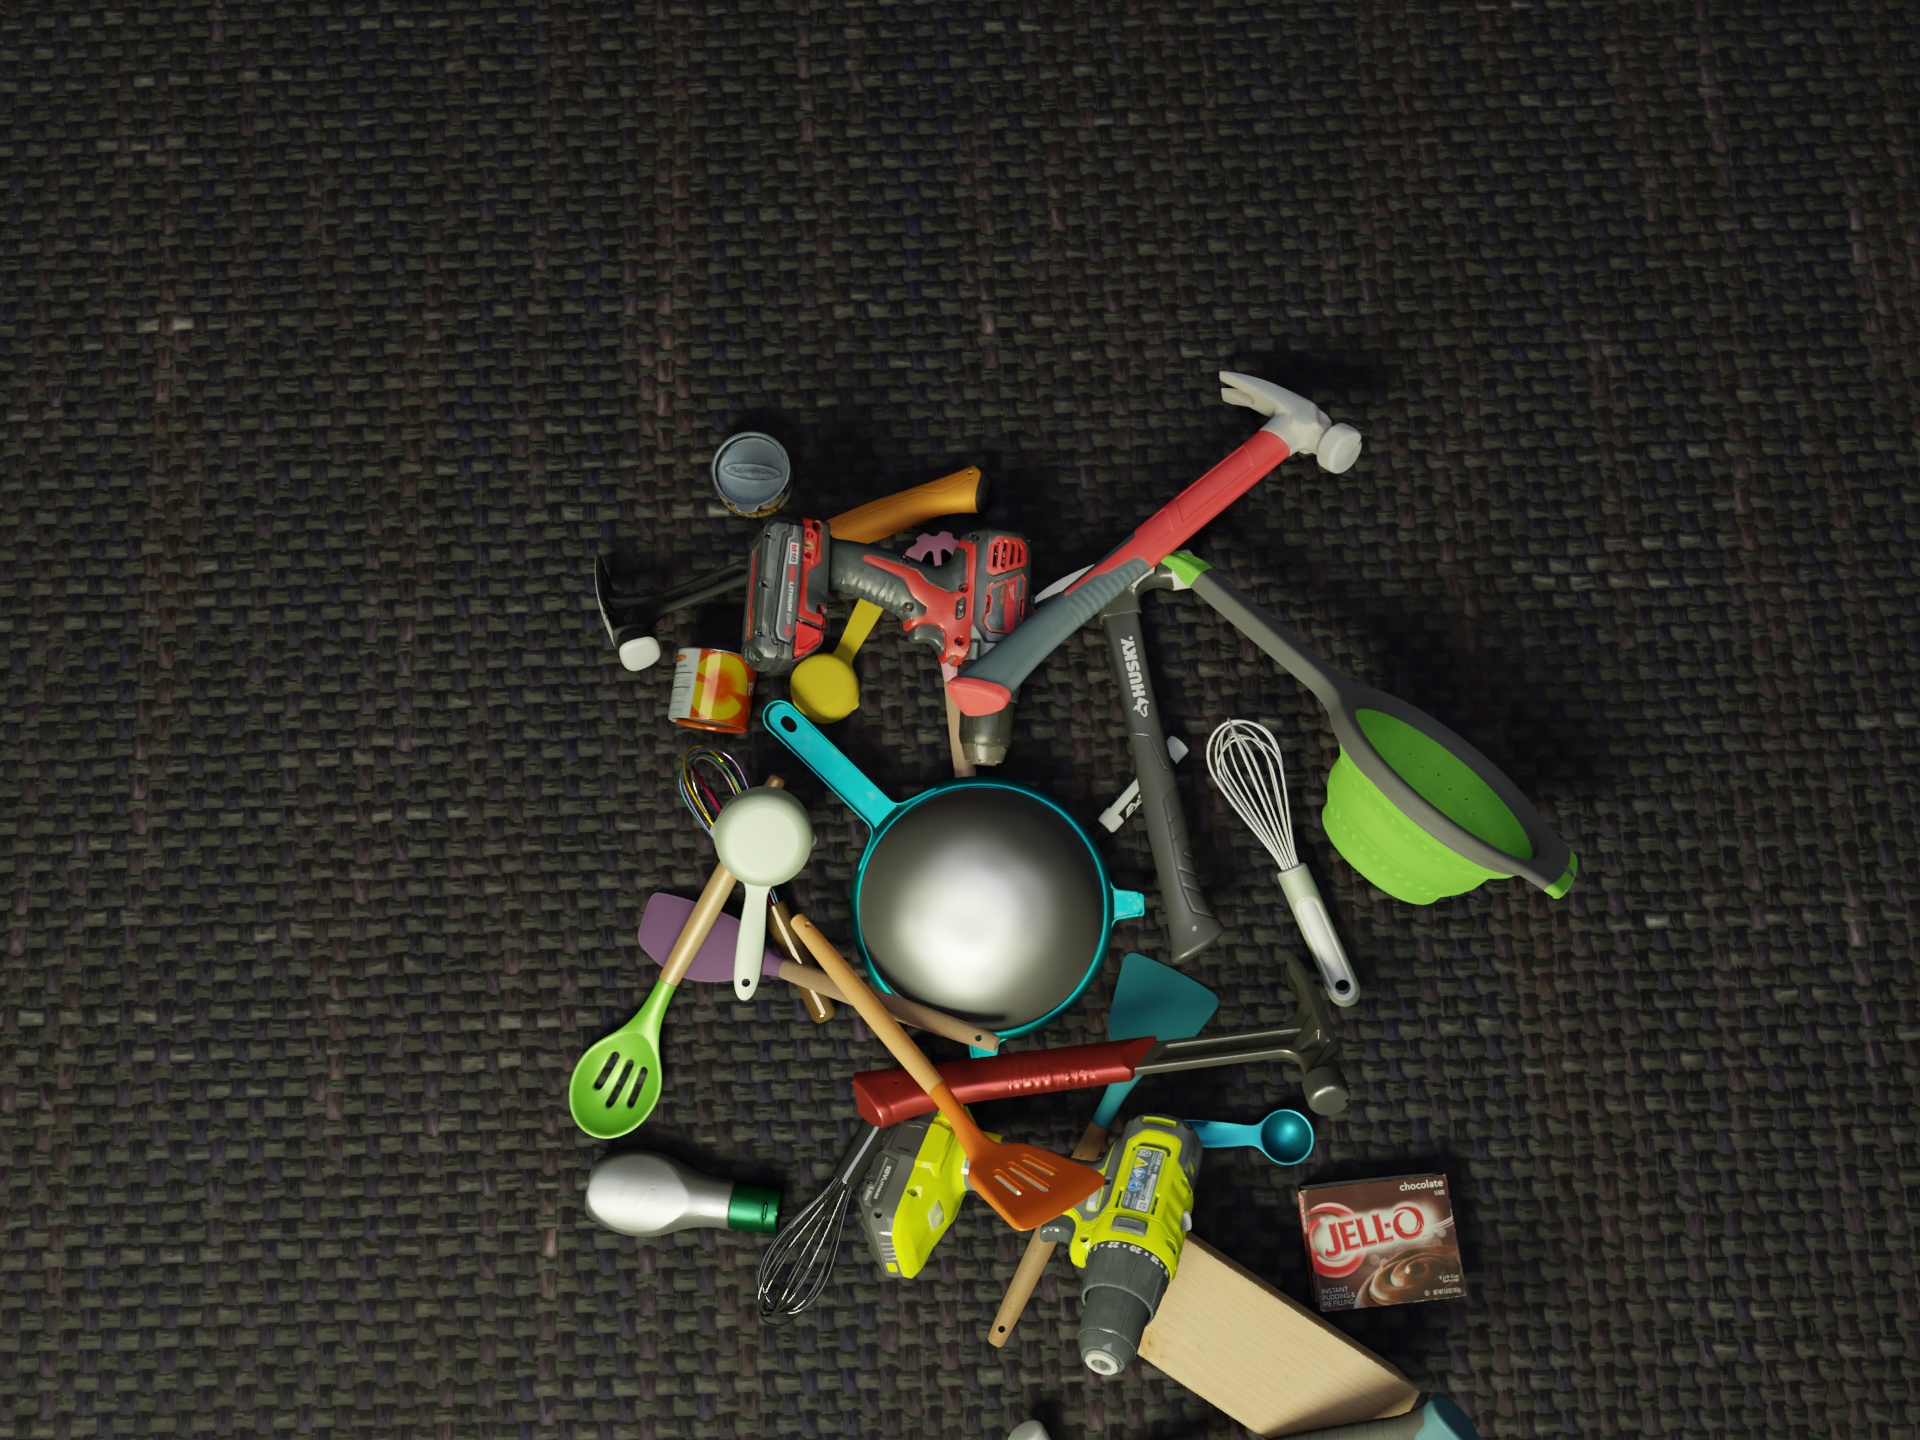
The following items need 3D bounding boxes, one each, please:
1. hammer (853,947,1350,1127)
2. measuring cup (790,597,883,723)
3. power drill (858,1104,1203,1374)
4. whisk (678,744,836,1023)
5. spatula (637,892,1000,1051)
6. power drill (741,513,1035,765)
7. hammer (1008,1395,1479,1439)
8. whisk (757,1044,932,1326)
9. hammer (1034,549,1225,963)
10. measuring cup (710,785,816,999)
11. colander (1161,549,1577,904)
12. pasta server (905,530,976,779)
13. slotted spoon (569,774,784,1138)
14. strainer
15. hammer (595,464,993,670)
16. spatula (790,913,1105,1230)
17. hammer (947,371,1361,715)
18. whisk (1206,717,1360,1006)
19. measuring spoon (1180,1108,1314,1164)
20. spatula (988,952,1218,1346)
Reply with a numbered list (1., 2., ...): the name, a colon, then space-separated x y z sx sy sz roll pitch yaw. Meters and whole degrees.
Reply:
1. hammer: 0.099 0.251 1.194 0.359 0.149 0.036 -7 124 -1
2. measuring cup: -0.090 -0.071 1.311 0.062 0.029 0.156 27 83 6
3. power drill: 0.048 0.360 1.145 0.228 0.080 0.191 5 39 21
4. whisk: -0.163 0.130 1.272 0.051 0.047 0.245 -27 84 4
5. spatula: -0.116 0.202 1.233 0.316 0.018 0.060 15 84 21
6. power drill: -0.052 -0.065 1.242 0.226 0.080 0.188 5 84 -16
7. hammer: 0.199 0.526 1.120 0.331 0.033 0.128 -25 99 26
8. whisk: -0.086 0.357 1.230 0.055 0.055 0.239 31 77 6
9. hammer: 0.146 0.027 1.266 0.146 0.035 0.335 -10 72 -1
10. measuring cup: -0.156 0.135 1.218 0.083 0.038 0.167 7 91 -9
11. colander: 0.289 0.020 1.243 0.397 0.204 0.094 42 116 14
12. pasta server: -0.002 -0.004 1.302 0.060 0.040 0.316 -8 84 0
13. slotted spoon: -0.215 0.183 1.248 0.070 0.031 0.314 28 92 5
14. strainer: -0.032 0.104 1.229 0.340 0.095 0.211 44 92 4
15. hammer: -0.133 -0.144 1.309 0.337 0.034 0.127 -21 45 -9
16. spatula: -0.029 0.243 1.151 0.081 0.041 0.323 -18 48 -36
17. hammer: 0.132 -0.140 1.253 0.386 0.038 0.143 -39 51 -16
18. whisk: 0.261 0.111 1.265 0.058 0.059 0.246 -24 85 9
19. measuring spoon: 0.211 0.323 1.246 0.128 0.021 0.042 0 81 10
20. spatula: 0.099 0.339 1.240 0.082 0.044 0.317 27 86 7
